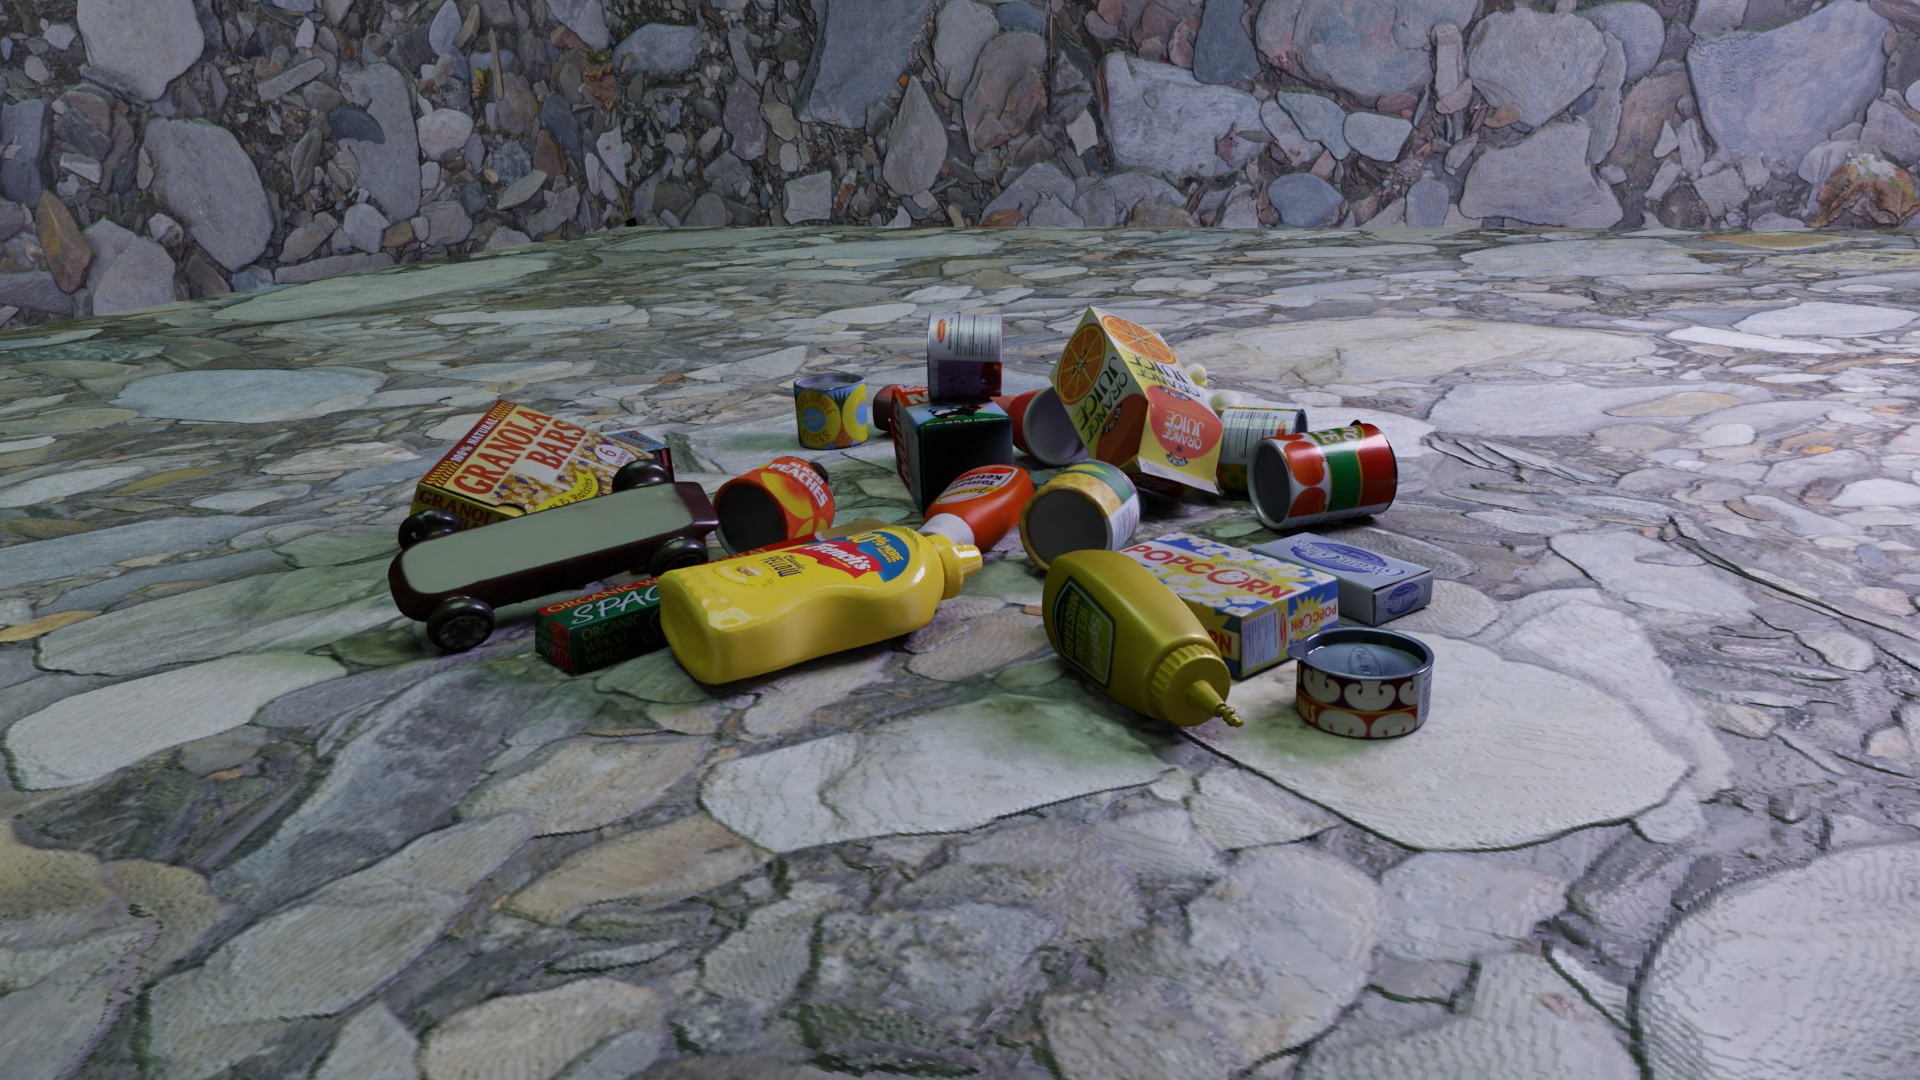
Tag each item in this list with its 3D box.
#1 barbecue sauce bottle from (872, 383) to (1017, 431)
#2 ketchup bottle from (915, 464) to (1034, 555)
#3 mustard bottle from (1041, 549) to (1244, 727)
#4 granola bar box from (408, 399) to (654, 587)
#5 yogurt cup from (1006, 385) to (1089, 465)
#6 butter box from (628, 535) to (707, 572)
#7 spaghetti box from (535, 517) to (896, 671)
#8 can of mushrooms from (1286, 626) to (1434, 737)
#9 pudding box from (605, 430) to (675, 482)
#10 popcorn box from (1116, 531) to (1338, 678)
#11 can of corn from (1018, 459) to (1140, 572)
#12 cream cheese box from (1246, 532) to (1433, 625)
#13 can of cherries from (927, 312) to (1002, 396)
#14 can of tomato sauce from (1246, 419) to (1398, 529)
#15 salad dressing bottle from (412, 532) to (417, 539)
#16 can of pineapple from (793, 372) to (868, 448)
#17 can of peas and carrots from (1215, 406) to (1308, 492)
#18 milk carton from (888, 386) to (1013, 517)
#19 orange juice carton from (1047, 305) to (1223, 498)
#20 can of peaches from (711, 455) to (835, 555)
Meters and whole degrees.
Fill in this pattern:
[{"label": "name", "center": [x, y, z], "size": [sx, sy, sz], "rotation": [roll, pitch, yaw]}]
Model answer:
[{"label": "barbecue sauce bottle", "center": [-0.004, -0.118, 1.280], "size": [0.148, 0.043, 0.065], "rotation": [7, 19, 26]}, {"label": "ketchup bottle", "center": [0.003, -0.012, 0.956], "size": [0.064, 0.043, 0.149], "rotation": [-8, 16, 21]}, {"label": "mustard bottle", "center": [0.095, 0.055, 0.710], "size": [0.049, 0.065, 0.160], "rotation": [-6, 22, -23]}, {"label": "granola bar box", "center": [-0.299, -0.038, 0.989], "size": [0.124, 0.039, 0.166], "rotation": [20, 23, -8]}, {"label": "yogurt cup", "center": [0.073, -0.099, 1.183], "size": [0.072, 0.072, 0.054], "rotation": [-11, 11, -22]}, {"label": "butter box", "center": [-0.210, -0.005, 1.000], "size": [0.053, 0.024, 0.104], "rotation": [-6, 18, -7]}, {"label": "spaghetti box", "center": [-0.141, 0.030, 0.875], "size": [0.251, 0.028, 0.050], "rotation": [-17, 22, -37]}, {"label": "can of mushrooms", "center": [0.199, 0.070, 0.694], "size": [0.071, 0.033, 0.071], "rotation": [-2, 19, 1]}, {"label": "pudding box", "center": [-0.260, -0.057, 1.124], "size": [0.030, 0.049, 0.084], "rotation": [-16, 21, -29]}, {"label": "popcorn box", "center": [0.142, 0.034, 0.803], "size": [0.085, 0.038, 0.127], "rotation": [-16, 22, -36]}, {"label": "can of corn", "center": [0.076, -0.015, 0.916], "size": [0.071, 0.071, 0.058], "rotation": [5, 20, 23]}, {"label": "cream cheese box", "center": [0.231, 0.021, 0.851], "size": [0.053, 0.024, 0.104], "rotation": [-15, 21, -31]}, {"label": "can of cherries", "center": [0.004, -0.144, 1.089], "size": [0.058, 0.071, 0.072], "rotation": [0, 18, 1]}, {"label": "can of tomato sauce", "center": [0.254, -0.047, 0.983], "size": [0.083, 0.071, 0.071], "rotation": [-9, 19, -16]}, {"label": "salad dressing bottle", "center": [-0.335, -0.015, 1.019], "size": [0.064, 0.043, 0.148], "rotation": [8, 20, 19]}, {"label": "can of pineapple", "center": [-0.119, -0.119, 1.277], "size": [0.071, 0.057, 0.071], "rotation": [-3, 18, 1]}, {"label": "can of peas and carrots", "center": [0.231, -0.067, 1.060], "size": [0.059, 0.070, 0.071], "rotation": [5, 19, 24]}, {"label": "milk carton", "center": [-0.011, -0.080, 1.119], "size": [0.072, 0.073, 0.191], "rotation": [-6, 18, -10]}, {"label": "orange juice carton", "center": [0.138, -0.098, 1.073], "size": [0.072, 0.072, 0.193], "rotation": [16, 30, -26]}, {"label": "can of peaches", "center": [-0.129, -0.021, 0.963], "size": [0.071, 0.071, 0.058], "rotation": [7, 21, 28]}]
